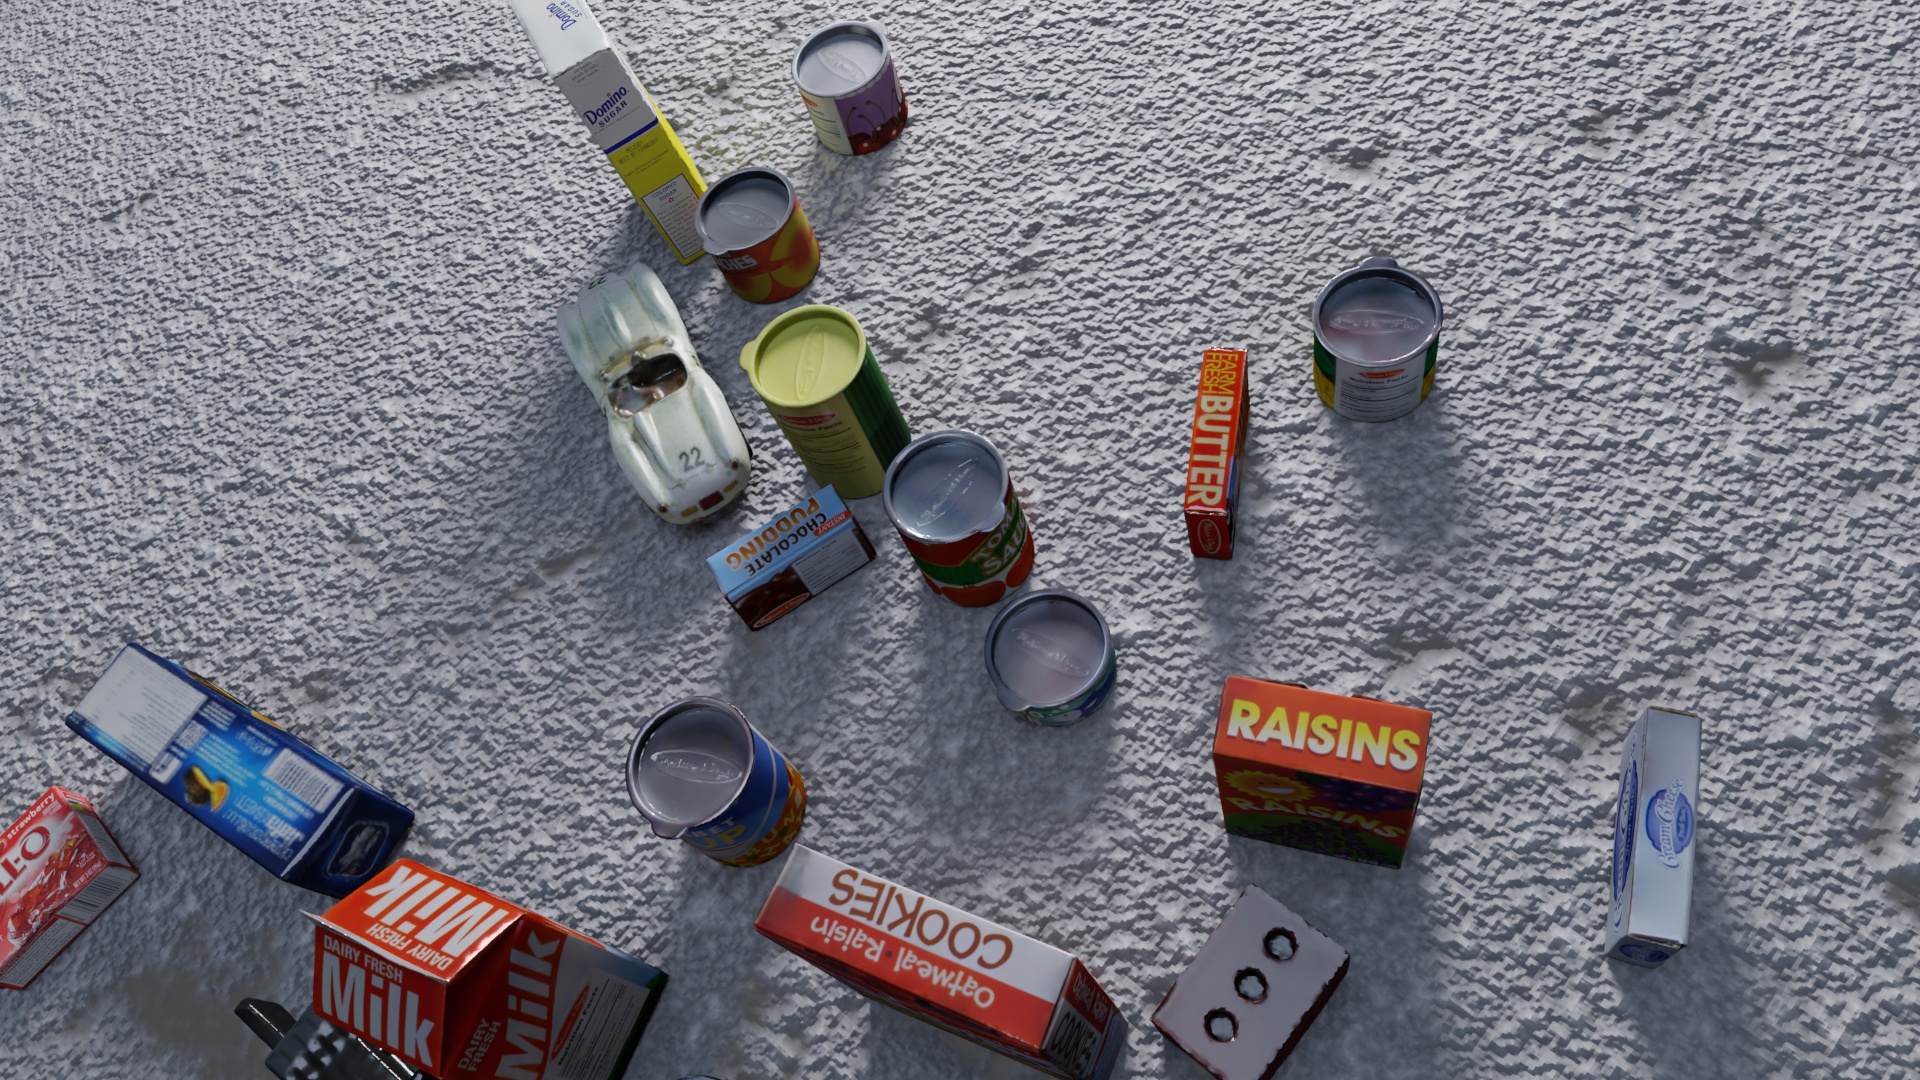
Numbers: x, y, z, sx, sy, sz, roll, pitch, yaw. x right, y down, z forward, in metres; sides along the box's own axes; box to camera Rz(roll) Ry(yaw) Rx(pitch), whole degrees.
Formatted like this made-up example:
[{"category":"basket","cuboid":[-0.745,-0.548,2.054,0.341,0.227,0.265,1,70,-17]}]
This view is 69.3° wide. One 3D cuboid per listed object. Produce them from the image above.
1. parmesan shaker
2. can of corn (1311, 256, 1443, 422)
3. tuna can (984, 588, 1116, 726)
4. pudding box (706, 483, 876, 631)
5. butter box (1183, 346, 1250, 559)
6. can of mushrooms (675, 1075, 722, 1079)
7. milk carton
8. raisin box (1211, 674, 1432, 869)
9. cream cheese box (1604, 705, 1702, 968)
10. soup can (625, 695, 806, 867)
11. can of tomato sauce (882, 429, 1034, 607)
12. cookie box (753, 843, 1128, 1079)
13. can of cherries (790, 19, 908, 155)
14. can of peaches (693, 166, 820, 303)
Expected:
[{"category":"parmesan shaker","cuboid":[-0.074,-0.076,0.784,0.071,0.102,0.071,-6,62,11]},{"category":"can of corn","cuboid":[0.225,-0.108,0.753,0.071,0.058,0.071,-6,62,11]},{"category":"tuna can","cuboid":[0.046,0.063,0.722,0.071,0.032,0.071,-6,62,11]},{"category":"pudding box","cuboid":[-0.094,0.010,0.774,0.084,0.049,0.030,-32,60,-4]},{"category":"butter box","cuboid":[0.138,-0.047,0.745,0.024,0.053,0.104,4,64,16]},{"category":"can of mushrooms","cuboid":[-0.122,0.286,0.646,0.071,0.033,0.071,-6,62,11]},{"category":"milk carton","cuboid":[-0.213,0.199,0.623,0.072,0.190,0.074,16,68,21]},{"category":"raisin box","cuboid":[0.160,0.105,0.620,0.086,0.123,0.040,9,66,18]},{"category":"cream cheese box","cuboid":[0.305,0.131,0.611,0.024,0.053,0.104,9,66,18]},{"category":"soup can","cuboid":[-0.122,0.126,0.701,0.071,0.083,0.071,-6,62,11]},{"category":"can of tomato sauce","cuboid":[0.003,-0.009,0.742,0.071,0.082,0.071,-6,62,11]},{"category":"cookie box","cuboid":[-0.001,0.188,0.590,0.123,0.167,0.040,16,68,21]},{"category":"can of cherries","cuboid":[-0.071,-0.303,0.928,0.071,0.058,0.072,-6,62,11]},{"category":"can of peaches","cuboid":[-0.130,-0.192,0.885,0.071,0.058,0.071,-6,62,11]}]
